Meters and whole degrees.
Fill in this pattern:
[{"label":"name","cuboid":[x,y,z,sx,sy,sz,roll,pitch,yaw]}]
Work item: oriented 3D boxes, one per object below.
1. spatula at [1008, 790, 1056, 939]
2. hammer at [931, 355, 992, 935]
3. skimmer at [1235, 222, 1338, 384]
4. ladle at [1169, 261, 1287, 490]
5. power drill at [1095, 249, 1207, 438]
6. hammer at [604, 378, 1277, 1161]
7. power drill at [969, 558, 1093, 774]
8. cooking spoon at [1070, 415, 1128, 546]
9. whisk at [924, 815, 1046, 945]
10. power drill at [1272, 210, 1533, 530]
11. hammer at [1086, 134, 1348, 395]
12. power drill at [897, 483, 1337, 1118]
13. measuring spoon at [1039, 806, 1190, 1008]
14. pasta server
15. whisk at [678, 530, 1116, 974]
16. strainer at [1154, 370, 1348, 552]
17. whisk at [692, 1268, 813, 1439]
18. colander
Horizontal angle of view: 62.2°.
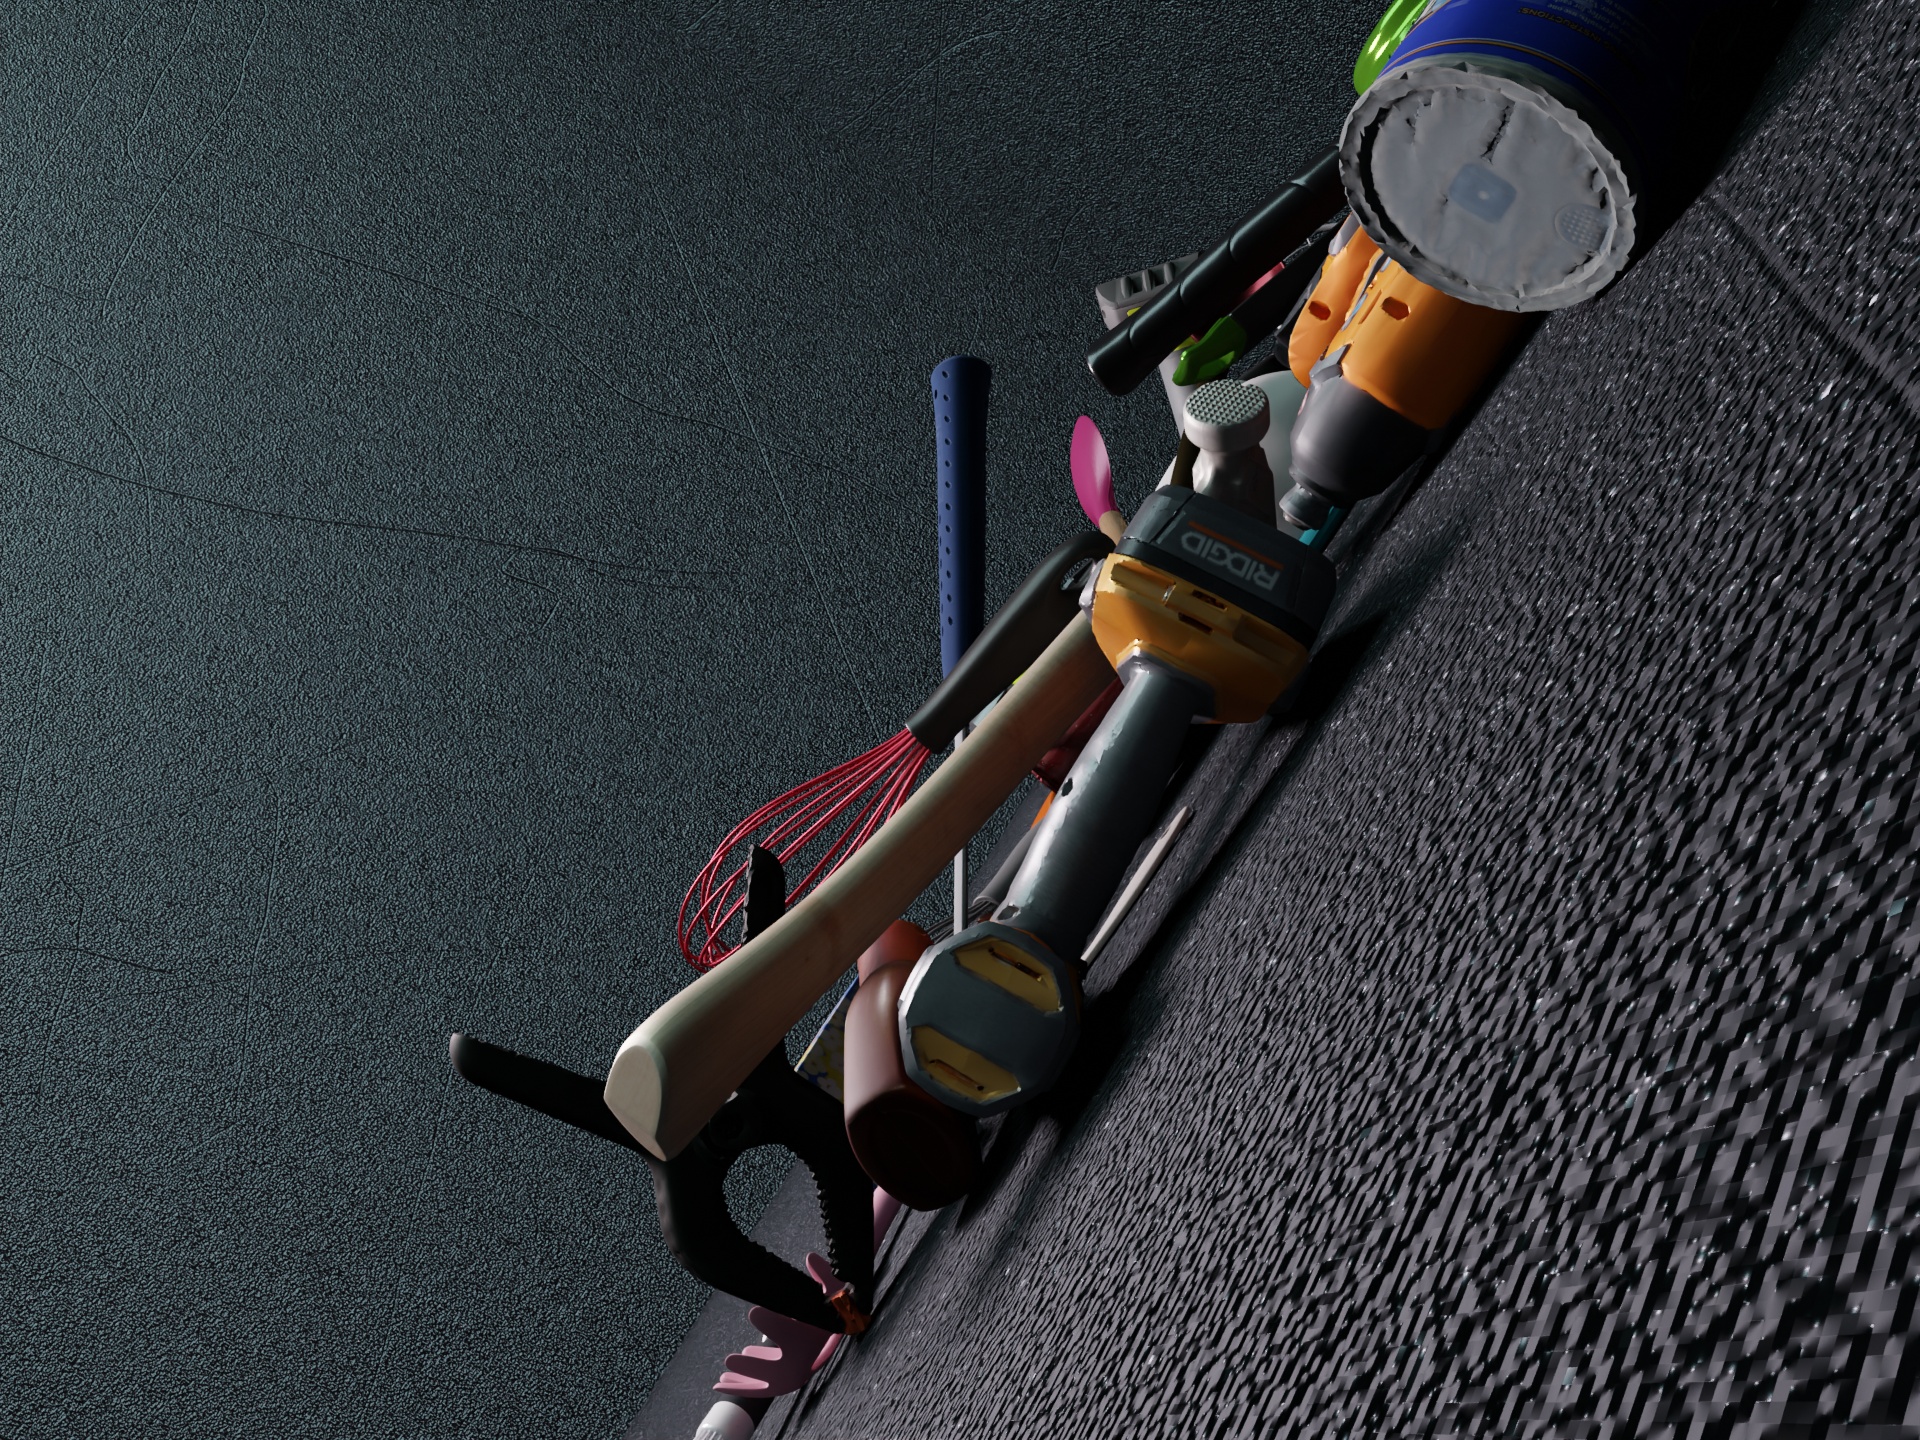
[{"label":"spatula","cuboid":[0.010,0.151,0.988,0.323,0.041,0.081,-49,-15,-57]},{"label":"hammer","cuboid":[-0.001,-0.003,0.840,0.144,0.035,0.406,118,154,-68]},{"label":"skimmer","cuboid":[0.248,-0.293,1.138,0.363,0.127,0.090,-42,-36,-58]},{"label":"ladle","cuboid":[0.137,-0.173,0.880,0.316,0.069,0.031,-70,-33,-44]},{"label":"power drill","cuboid":[0.166,-0.205,1.116,0.080,0.228,0.190,-14,13,18]},{"label":"hammer","cuboid":[0.014,0.025,0.671,0.411,0.038,0.146,-45,-38,-28]},{"label":"power drill","cuboid":[0.095,-0.039,1.100,0.171,0.080,0.223,-55,-15,3]},{"label":"cooking spoon","cuboid":[0.094,-0.108,0.942,0.319,0.017,0.068,-102,8,-60]},{"label":"whisk","cuboid":[0.020,0.113,0.955,0.239,0.055,0.055,-44,-11,-51]},{"label":"power drill","cuboid":[0.198,-0.177,0.734,0.164,0.084,0.226,-58,2,22]},{"label":"hammer","cuboid":[0.216,-0.275,0.668,0.409,0.036,0.149,-38,10,22]},{"label":"power drill","cuboid":[0.053,0.041,0.611,0.226,0.084,0.185,-62,-8,-6]},{"label":"measuring spoon","cuboid":[0.062,0.086,0.707,0.124,0.018,0.034,-57,-2,12]},{"label":"pasta server","cuboid":[-0.033,0.221,0.815,0.316,0.040,0.060,-52,-12,-55]},{"label":"whisk","cuboid":[-0.031,0.021,0.757,0.296,0.073,0.073,-46,0,13]},{"label":"strainer","cuboid":[0.201,-0.184,0.944,0.340,0.095,0.211,-58,-2,0]},{"label":"whisk","cuboid":[-0.118,0.336,0.693,0.070,0.070,0.285,-58,-7,32]},{"label":"colander","cuboid":[0.239,-0.334,0.903,0.397,0.094,0.204,-41,-9,-15]}]
